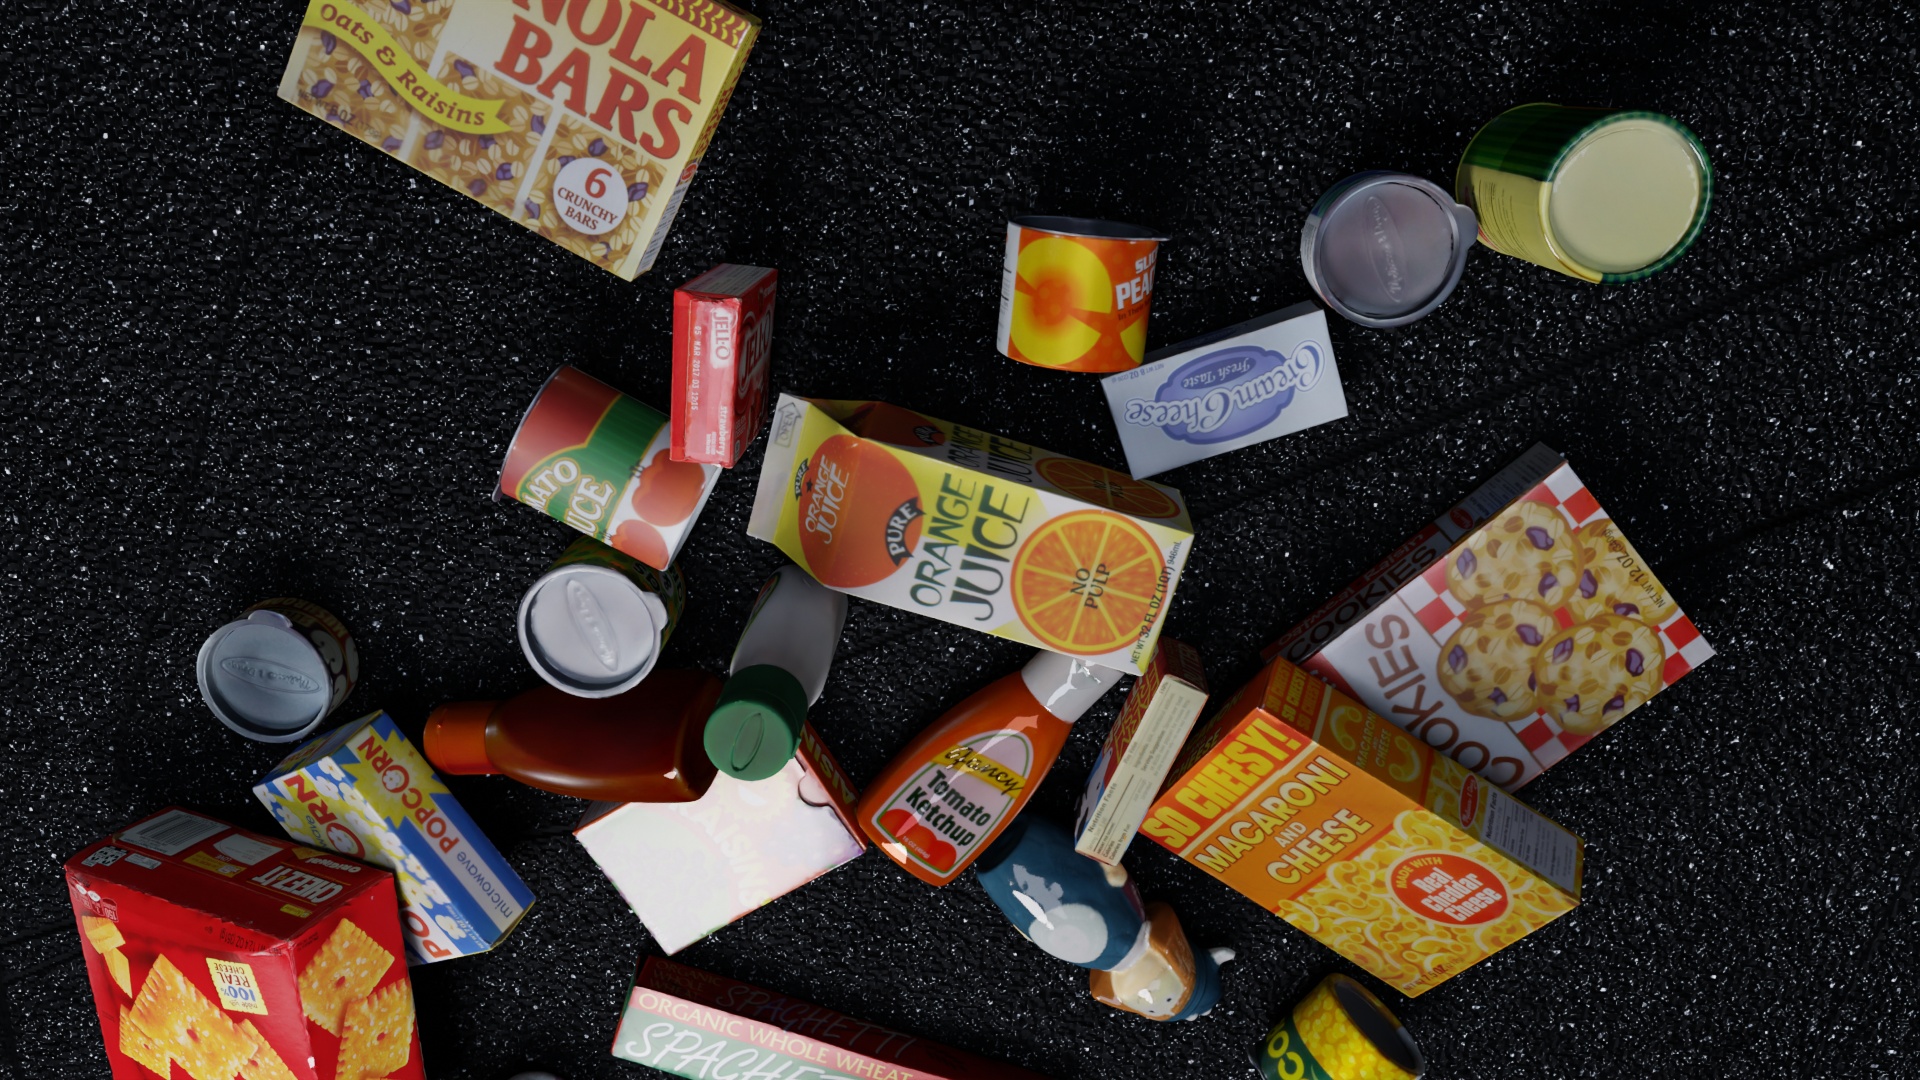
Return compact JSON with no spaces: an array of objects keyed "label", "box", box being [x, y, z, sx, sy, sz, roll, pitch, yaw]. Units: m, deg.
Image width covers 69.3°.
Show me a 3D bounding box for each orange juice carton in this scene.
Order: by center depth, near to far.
[{"label":"orange juice carton","box":[0.002,-0.008,0.634,0.193,0.073,0.071,16,108,-3]}]

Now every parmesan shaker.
[{"label":"parmesan shaker","box":[0.253,-0.141,0.567,0.071,0.103,0.071,0,108,1]}]

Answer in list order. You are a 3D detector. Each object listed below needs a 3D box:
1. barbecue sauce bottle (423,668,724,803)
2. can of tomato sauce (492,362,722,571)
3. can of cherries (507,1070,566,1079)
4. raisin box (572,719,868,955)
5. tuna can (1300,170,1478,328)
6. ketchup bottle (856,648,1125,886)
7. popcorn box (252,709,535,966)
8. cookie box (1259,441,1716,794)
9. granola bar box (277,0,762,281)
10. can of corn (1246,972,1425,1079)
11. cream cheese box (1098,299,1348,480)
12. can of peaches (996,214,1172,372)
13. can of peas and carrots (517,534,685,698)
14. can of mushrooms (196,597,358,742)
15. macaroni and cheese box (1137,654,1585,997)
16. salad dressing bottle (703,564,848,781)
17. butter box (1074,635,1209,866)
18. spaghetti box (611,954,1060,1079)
[{"label":"barbecue sauce bottle","box":[-0.188,0.095,0.674,0.148,0.065,0.043,-3,138,18]},{"label":"can of tomato sauce","box":[-0.158,-0.031,0.634,0.083,0.071,0.071,27,107,-7]},{"label":"can of cherries","box":[-0.236,0.336,0.755,0.071,0.072,0.058,37,105,-10]},{"label":"raisin box","box":[-0.119,0.144,0.705,0.123,0.040,0.086,-30,104,10]},{"label":"tuna can","box":[0.187,-0.130,0.610,0.071,0.033,0.070,1,108,2]},{"label":"ketchup bottle","box":[0.018,0.101,0.685,0.064,0.044,0.148,41,104,-11]},{"label":"popcorn box","box":[-0.284,0.153,0.697,0.085,0.038,0.126,-22,108,38]},{"label":"cookie box","box":[0.248,0.054,0.664,0.167,0.040,0.123,-40,103,13]},{"label":"granola bar box","box":[-0.186,-0.206,0.594,0.165,0.039,0.123,28,107,-7]},{"label":"can of corn","box":[0.195,0.267,0.721,0.071,0.071,0.058,37,105,-10]},{"label":"cream cheese box","box":[0.121,-0.068,0.637,0.104,0.024,0.053,-17,108,7]},{"label":"can of peaches","box":[0.053,-0.108,0.603,0.071,0.071,0.057,6,109,0]},{"label":"can of peas and carrots","box":[-0.166,0.032,0.660,0.071,0.059,0.070,0,108,1]},{"label":"can of mushrooms","box":[-0.336,0.061,0.688,0.071,0.033,0.070,1,108,2]},{"label":"macaroni and cheese box","box":[0.183,0.139,0.659,0.166,0.040,0.123,32,136,-1]},{"label":"salad dressing bottle","box":[-0.081,0.056,0.618,0.044,0.148,0.064,22,107,-5]},{"label":"butter box","box":[0.087,0.102,0.678,0.024,0.053,0.103,23,107,-3]},{"label":"spaghetti box","box":[-0.064,0.287,0.755,0.250,0.029,0.050,18,107,-4]}]
